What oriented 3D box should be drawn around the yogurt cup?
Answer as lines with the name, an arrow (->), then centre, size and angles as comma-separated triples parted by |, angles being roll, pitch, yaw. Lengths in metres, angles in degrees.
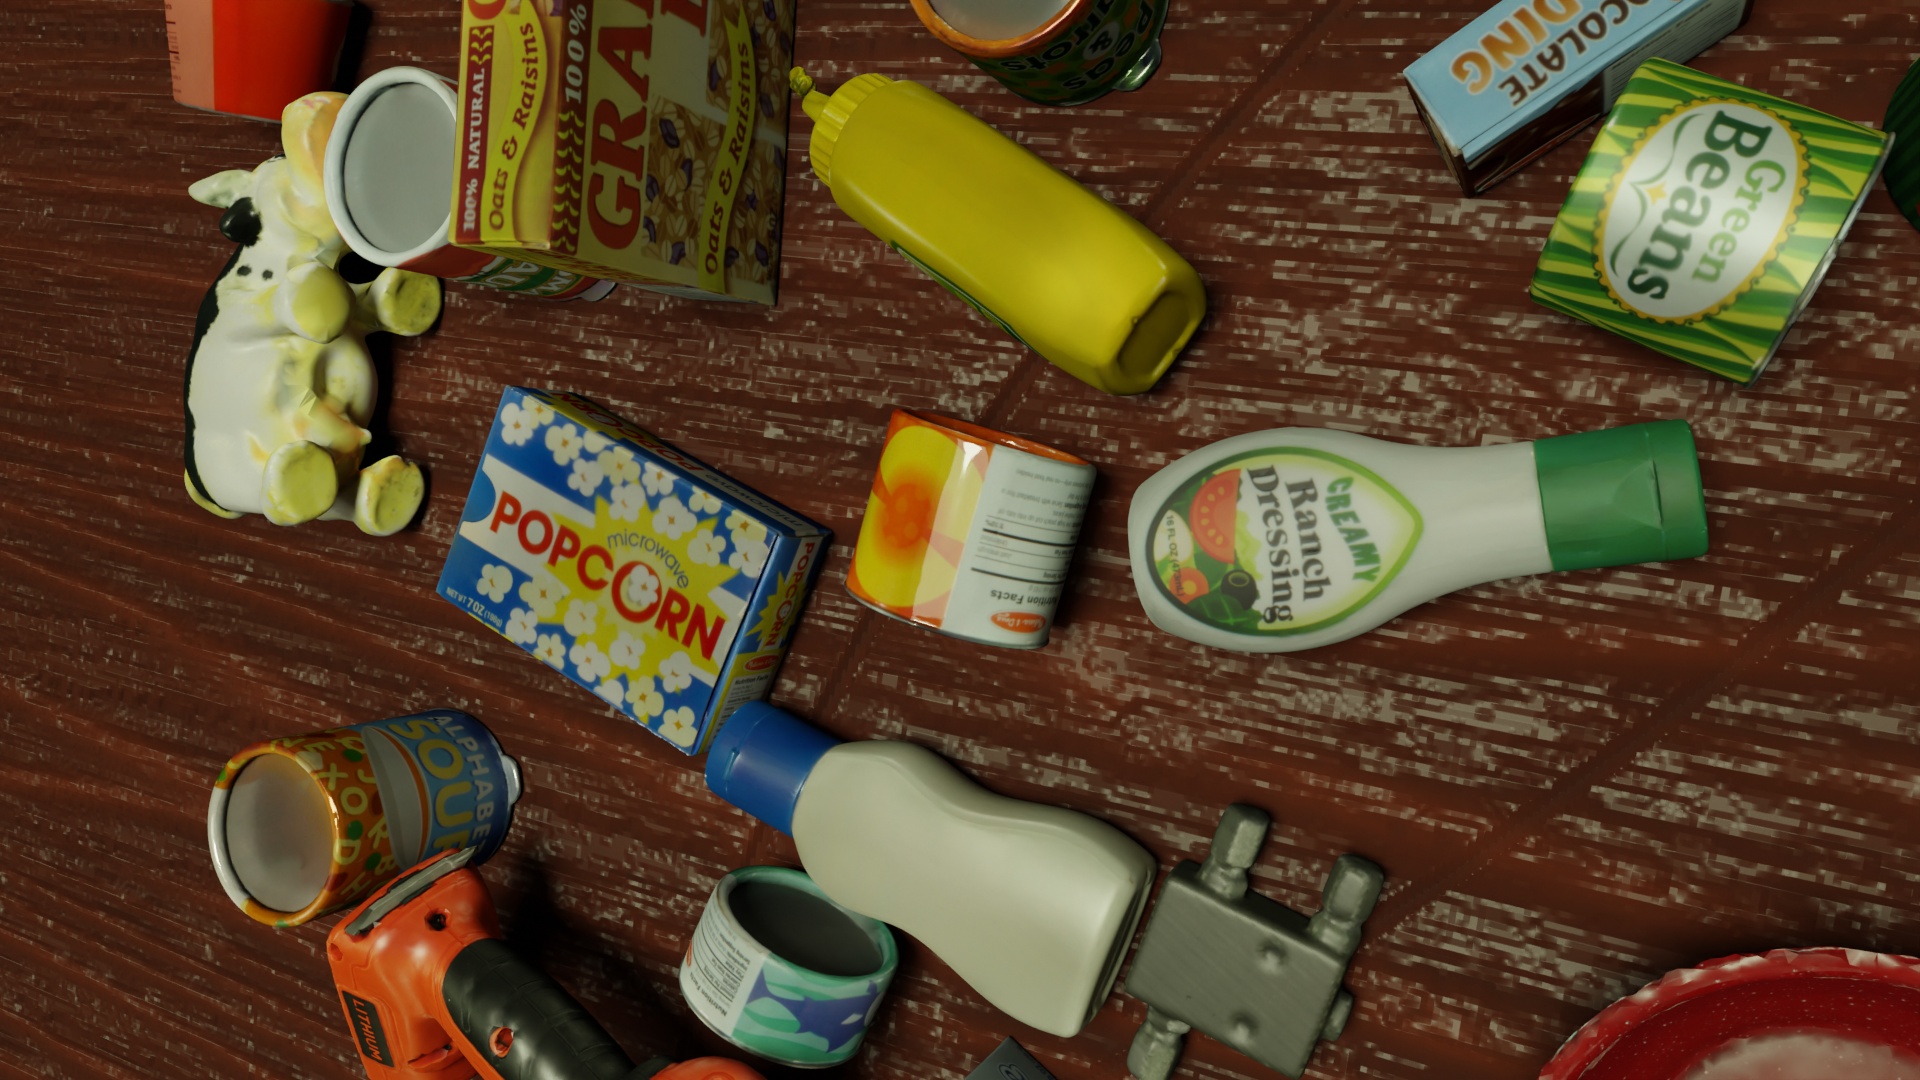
yogurt cup -> -0.278, -0.195, 0.548 | 0.072, 0.072, 0.053 | 18, 106, 22

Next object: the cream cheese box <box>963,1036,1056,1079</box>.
cream cheese box -> 0.039, 0.203, 0.423 | 0.104, 0.053, 0.024 | 38, 104, 18

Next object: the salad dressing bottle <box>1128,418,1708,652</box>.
salad dressing bottle -> 0.123, -0.005, 0.386 | 0.147, 0.044, 0.064 | -9, 89, 23

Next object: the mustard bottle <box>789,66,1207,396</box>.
mustard bottle -> 0.001, -0.104, 0.430 | 0.160, 0.065, 0.048 | 39, 101, 24

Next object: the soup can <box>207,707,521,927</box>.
soup can -> -0.219, 0.100, 0.516 | 0.071, 0.084, 0.071 | 1, 91, 23

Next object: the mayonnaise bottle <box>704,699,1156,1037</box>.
mayonnaise bottle -> -0.014, 0.098, 0.451 | 0.148, 0.041, 0.064 | 24, 99, 22

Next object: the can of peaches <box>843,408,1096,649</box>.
can of peaches -> 0.002, -0.005, 0.428 | 0.071, 0.071, 0.058 | 20, 99, 22

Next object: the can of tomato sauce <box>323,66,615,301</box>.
can of tomato sauce -> -0.167, -0.121, 0.489 | 0.071, 0.083, 0.071 | 1, 91, 24

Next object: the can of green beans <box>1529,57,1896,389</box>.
can of green beans -> 0.184, -0.079, 0.346 | 0.058, 0.071, 0.071 | 28, 102, 21

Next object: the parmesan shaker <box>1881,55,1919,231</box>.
parmesan shaker -> 0.248, -0.098, 0.297 | 0.071, 0.103, 0.071 | 1, 92, 24

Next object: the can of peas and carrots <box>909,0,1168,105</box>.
can of peas and carrots -> 0.025, -0.169, 0.418 | 0.071, 0.059, 0.071 | 1, 92, 24

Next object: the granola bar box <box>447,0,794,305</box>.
granola bar box -> -0.100, -0.164, 0.437 | 0.039, 0.124, 0.165 | 5, 93, 22

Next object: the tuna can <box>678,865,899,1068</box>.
tuna can -> -0.053, 0.139, 0.457 | 0.071, 0.071, 0.032 | 28, 102, 20

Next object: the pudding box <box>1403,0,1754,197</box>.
pudding box -> 0.162, -0.130, 0.364 | 0.083, 0.050, 0.030 | -33, 77, 21

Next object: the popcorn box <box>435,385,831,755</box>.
popcorn box -> -0.118, 0.008, 0.495 | 0.127, 0.038, 0.085 | 27, 103, 20
